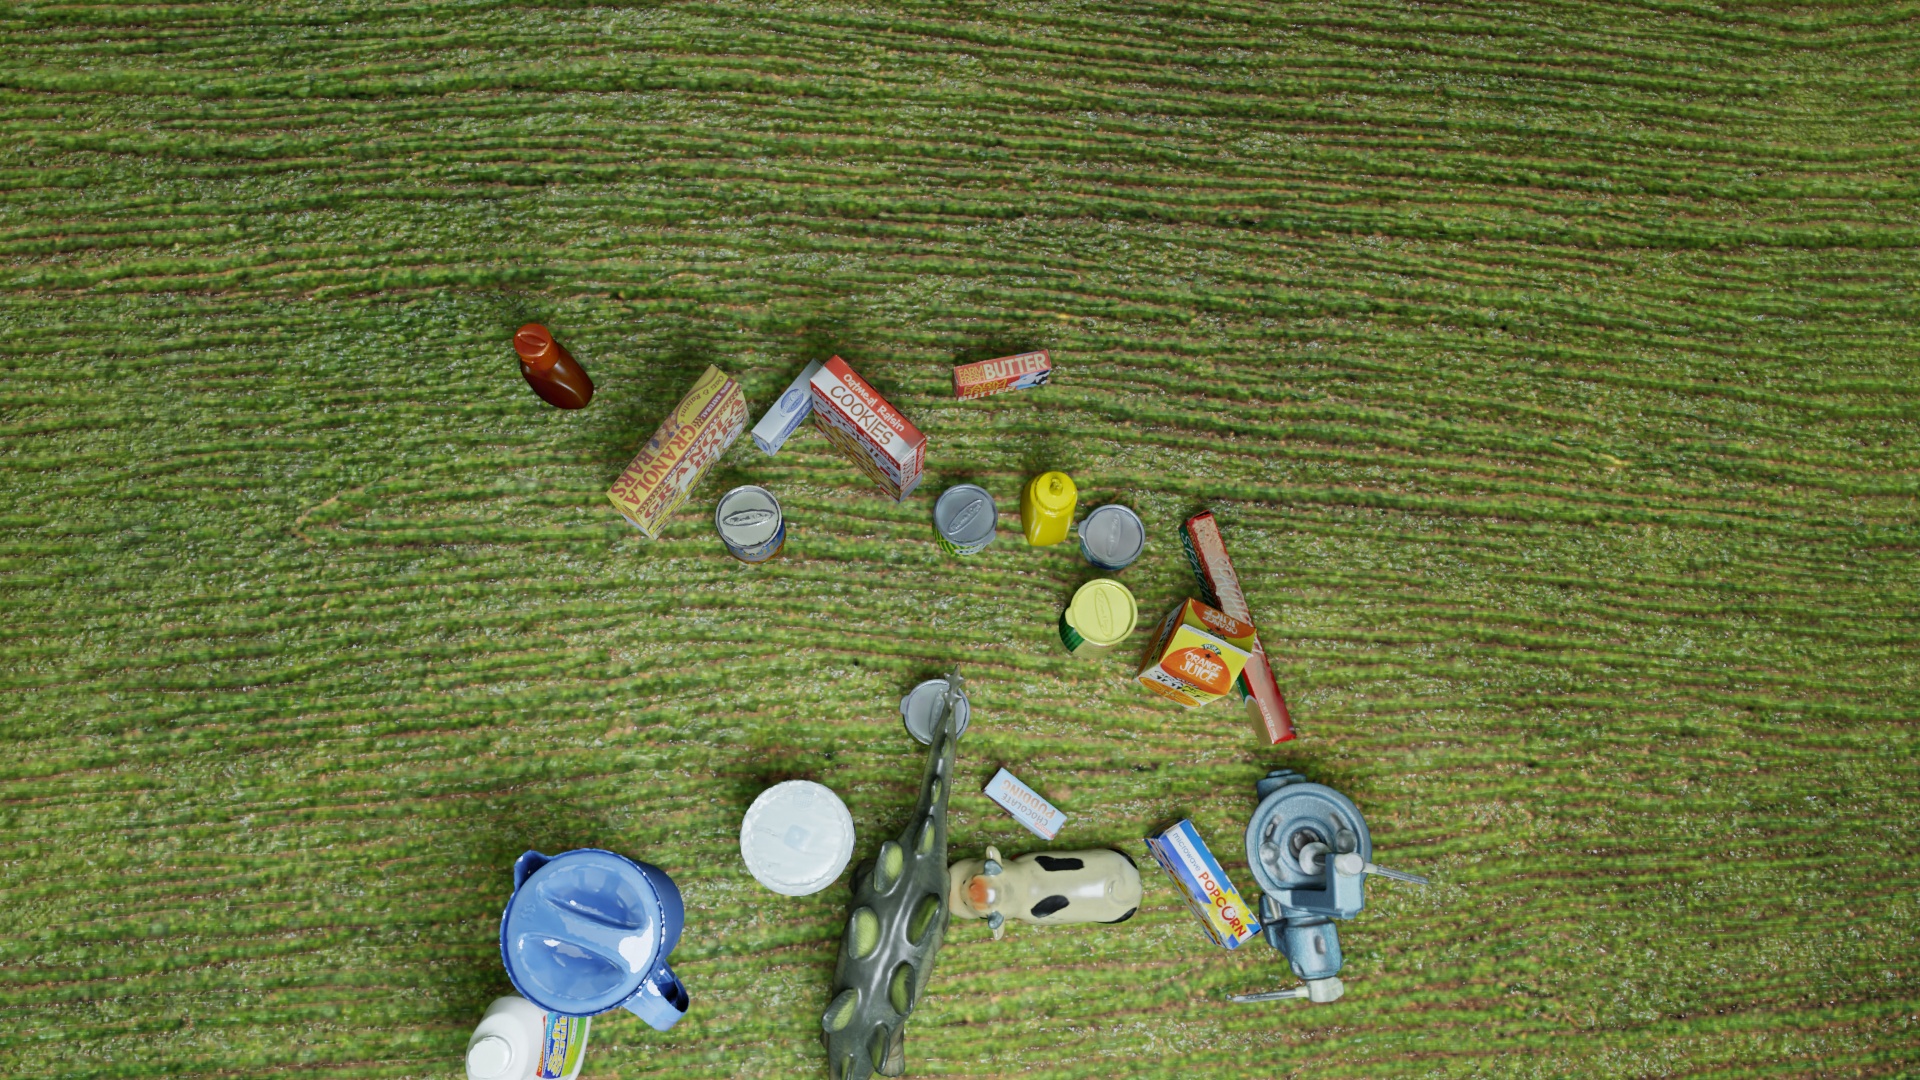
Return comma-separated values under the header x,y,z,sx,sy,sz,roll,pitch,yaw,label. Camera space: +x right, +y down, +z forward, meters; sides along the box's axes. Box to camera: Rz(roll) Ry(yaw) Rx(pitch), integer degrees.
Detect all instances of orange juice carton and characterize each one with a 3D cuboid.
x,y,z,sx,sy,sz,roll,pitch,yaw,label
0.230,0.110,1.357,0.072,0.192,0.073,26,77,2,orange juice carton

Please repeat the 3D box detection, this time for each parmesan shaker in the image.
x,y,z,sx,sy,sz,roll,pitch,yaw,label
0.134,0.081,1.404,0.071,0.103,0.071,1,77,-3,parmesan shaker

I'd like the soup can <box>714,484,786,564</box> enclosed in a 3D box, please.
x,y,z,sx,sy,sz,roll,pitch,yaw,label
-0.212,-0.012,1.413,0.071,0.083,0.071,1,77,-3,soup can

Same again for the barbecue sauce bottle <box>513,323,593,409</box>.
x,y,z,sx,sy,sz,roll,pitch,yaw,label
-0.416,-0.176,1.405,0.065,0.148,0.044,17,77,0,barbecue sauce bottle

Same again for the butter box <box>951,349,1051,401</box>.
x,y,z,sx,sy,sz,roll,pitch,yaw,label
0.043,-0.176,1.483,0.103,0.053,0.024,-12,79,-6,butter box

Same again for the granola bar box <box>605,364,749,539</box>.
x,y,z,sx,sy,sz,roll,pitch,yaw,label
-0.281,-0.086,1.405,0.039,0.124,0.166,35,78,4,granola bar box

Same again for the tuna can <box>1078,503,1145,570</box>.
x,y,z,sx,sy,sz,roll,pitch,yaw,label
0.157,-0.003,1.460,0.071,0.032,0.071,1,77,-3,tuna can

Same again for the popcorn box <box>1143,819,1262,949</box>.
x,y,z,sx,sy,sz,roll,pitch,yaw,label
0.235,0.335,1.361,0.038,0.085,0.127,-32,81,-10,popcorn box

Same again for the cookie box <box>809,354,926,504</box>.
x,y,z,sx,sy,sz,roll,pitch,yaw,label
-0.092,-0.109,1.400,0.123,0.167,0.040,43,79,6,cookie box

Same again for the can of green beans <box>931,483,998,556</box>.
x,y,z,sx,sy,sz,roll,pitch,yaw,label
0.004,-0.020,1.442,0.071,0.057,0.071,1,77,-3,can of green beans

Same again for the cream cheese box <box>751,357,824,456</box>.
x,y,z,sx,sy,sz,roll,pitch,yaw,label
-0.177,-0.139,1.460,0.024,0.053,0.104,37,78,5,cream cheese box

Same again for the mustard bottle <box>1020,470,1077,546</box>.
x,y,z,sx,sy,sz,roll,pitch,yaw,label
0.090,-0.037,1.399,0.049,0.160,0.065,-9,78,-5,mustard bottle

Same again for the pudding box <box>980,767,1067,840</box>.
x,y,z,sx,sy,sz,roll,pitch,yaw,label
0.062,0.263,1.384,0.084,0.049,0.030,37,78,5,pudding box

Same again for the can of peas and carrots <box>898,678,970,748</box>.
x,y,z,sx,sy,sz,roll,pitch,yaw,label
-0.027,0.175,1.394,0.071,0.058,0.071,1,77,-3,can of peas and carrots

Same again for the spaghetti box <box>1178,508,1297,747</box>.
x,y,z,sx,sy,sz,roll,pitch,yaw,label
0.285,0.091,1.438,0.029,0.050,0.250,-18,79,-7,spaghetti box
